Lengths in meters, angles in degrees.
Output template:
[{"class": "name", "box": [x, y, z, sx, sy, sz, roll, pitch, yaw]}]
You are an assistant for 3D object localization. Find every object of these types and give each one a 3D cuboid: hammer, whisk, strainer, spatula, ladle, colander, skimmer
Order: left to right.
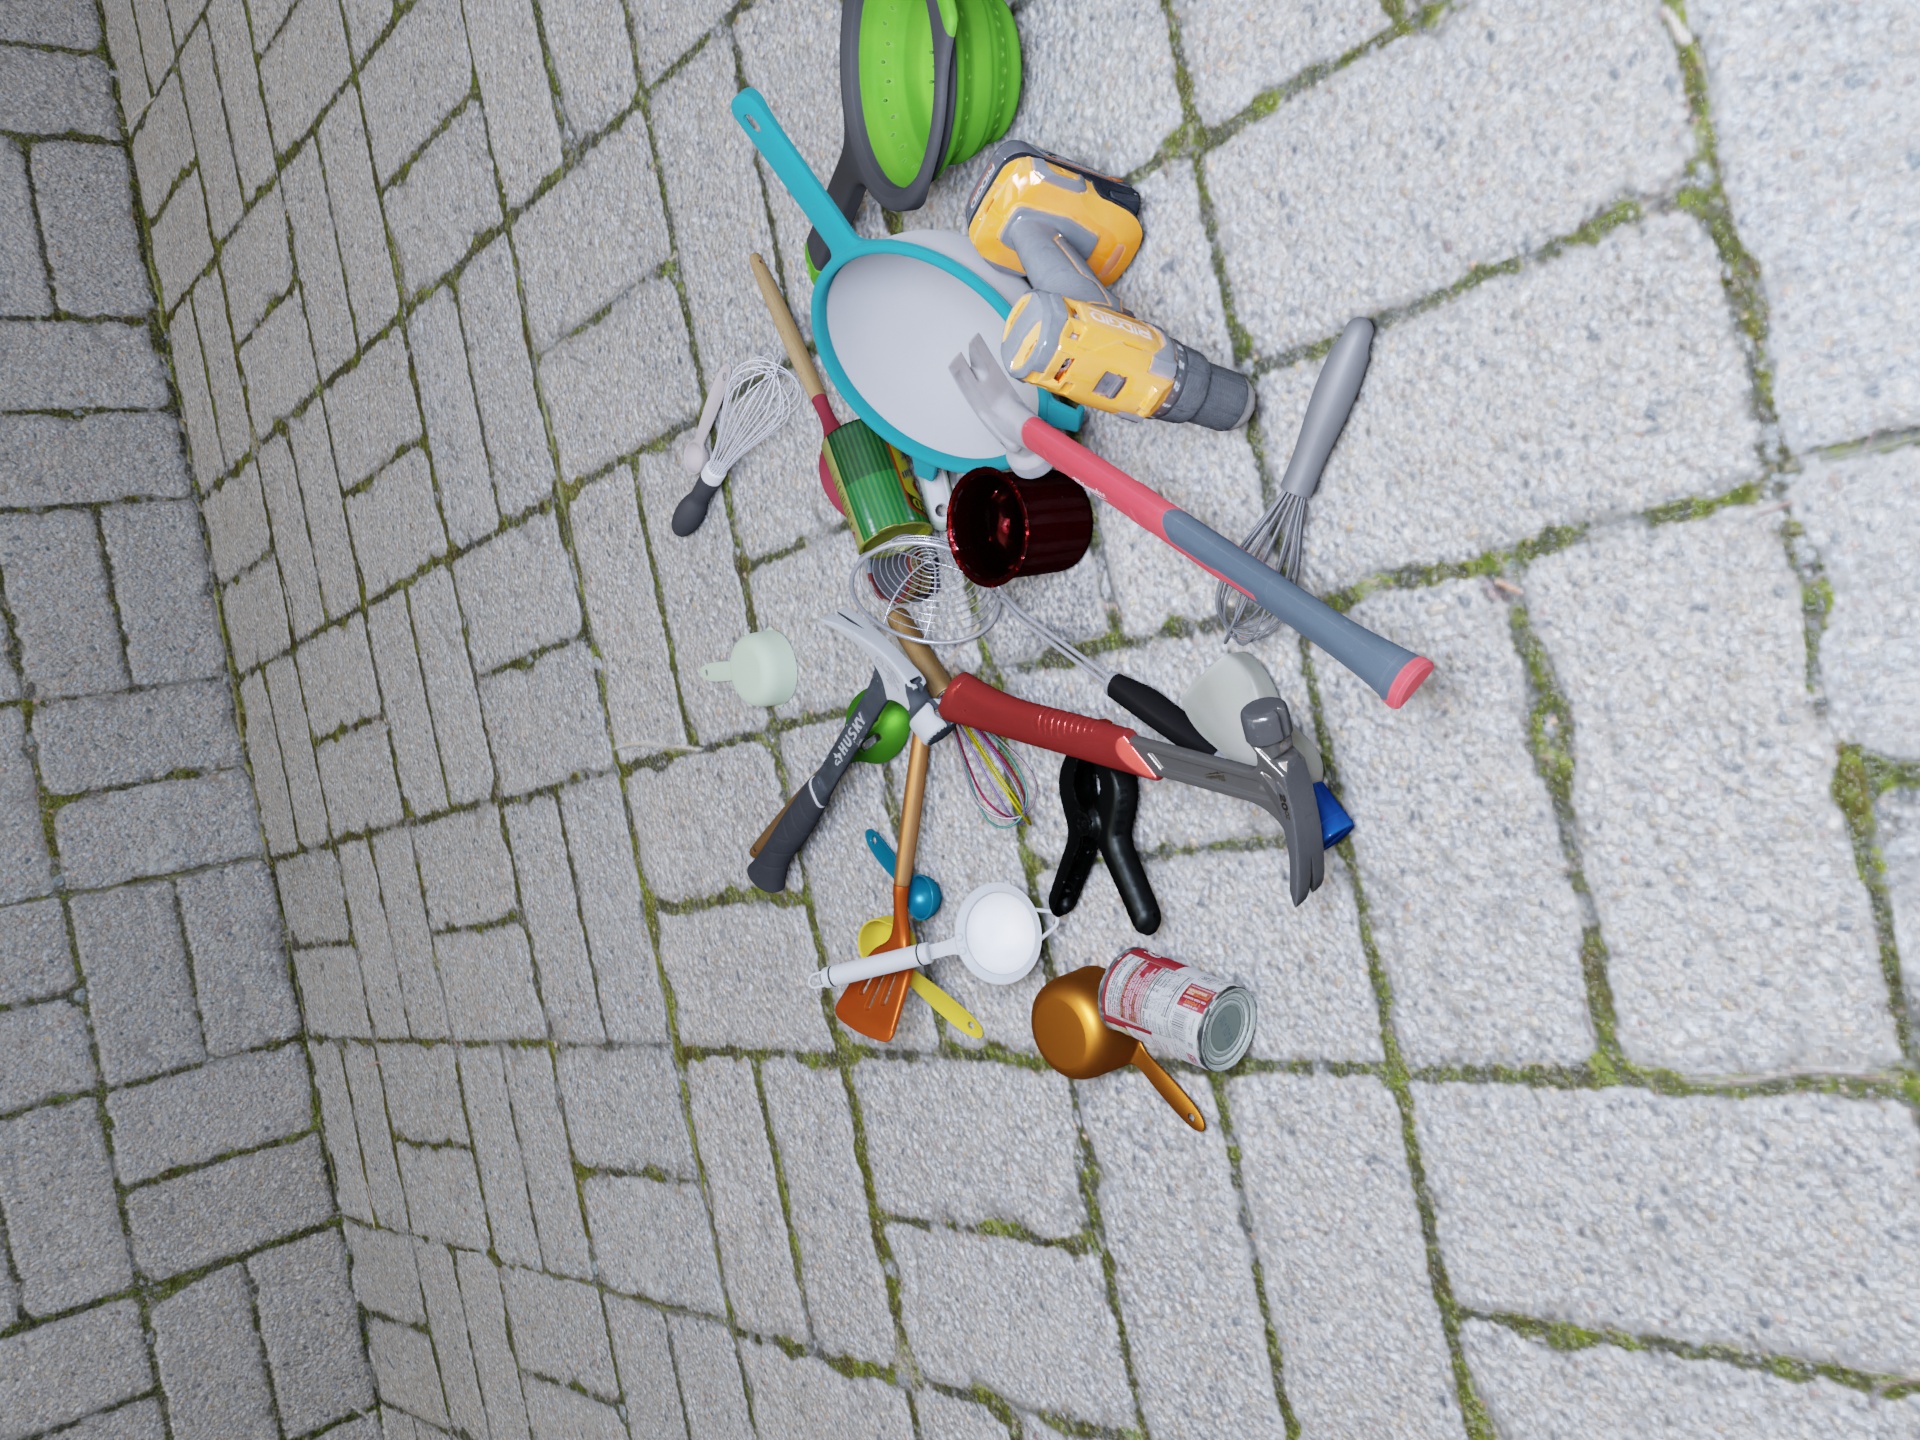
[{"class": "whisk", "box": [-0.232, -0.262, 1.565, 0.284, 0.070, 0.070, -45, 65, 49]}, {"class": "ladle", "box": [-0.137, -0.312, 1.451, 0.031, 0.069, 0.316, -48, 57, 41]}, {"class": "hammer", "box": [-0.130, 0.053, 1.481, 0.149, 0.036, 0.408, 52, 141, 13]}, {"class": "spatula", "box": [-0.056, 0.125, 1.432, 0.081, 0.041, 0.322, 17, 103, 45]}, {"class": "strainer", "box": [-0.042, -0.348, 1.215, 0.211, 0.095, 0.340, -9, 126, 50]}, {"class": "colander", "box": [-0.041, -0.473, 1.288, 0.397, 0.094, 0.205, 136, 121, -64]}, {"class": "whisk", "box": [-0.040, -0.282, 1.349, 0.059, 0.058, 0.246, -152, 49, -84]}, {"class": "strainer", "box": [-0.023, 0.199, 1.383, 0.258, 0.050, 0.087, -17, 78, 23]}, {"class": "whisk", "box": [-0.002, -0.003, 1.371, 0.051, 0.047, 0.245, -50, 57, 29]}, {"class": "skimmer", "box": [0.057, -0.041, 1.255, 0.364, 0.090, 0.127, 38, 158, 34]}, {"class": "hammer", "box": [0.112, 0.026, 1.179, 0.359, 0.037, 0.149, 16, 130, 48]}, {"class": "hammer", "box": [0.143, -0.131, 1.046, 0.038, 0.143, 0.387, -48, 57, -3]}, {"class": "whisk", "box": [0.225, -0.156, 1.071, 0.055, 0.055, 0.238, 38, 122, 37]}]

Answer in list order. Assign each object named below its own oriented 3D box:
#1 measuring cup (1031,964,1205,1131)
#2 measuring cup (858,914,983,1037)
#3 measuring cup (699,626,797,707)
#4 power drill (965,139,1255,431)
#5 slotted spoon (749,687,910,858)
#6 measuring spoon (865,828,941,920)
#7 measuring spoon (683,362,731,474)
[{"class": "measuring cup", "box": [0.123, 0.272, 1.275, 0.174, 0.052, 0.095, 44, 128, 36]}, {"class": "measuring cup", "box": [-0.031, 0.239, 1.474, 0.157, 0.029, 0.062, 38, 121, 23]}, {"class": "measuring cup", "box": [-0.230, -0.050, 1.619, 0.168, 0.038, 0.083, -2, 97, 47]}, {"class": "power drill", "box": [0.103, -0.293, 1.105, 0.084, 0.185, 0.226, -54, 36, 39]}, {"class": "slotted spoon", "box": [-0.138, 0.063, 1.550, 0.313, 0.031, 0.070, -45, 68, 46]}, {"class": "measuring spoon", "box": [-0.052, 0.139, 1.480, 0.129, 0.021, 0.042, 46, 125, 45]}, {"class": "measuring spoon", "box": [-0.250, -0.305, 1.611, 0.034, 0.018, 0.124, 45, 122, 33]}]
